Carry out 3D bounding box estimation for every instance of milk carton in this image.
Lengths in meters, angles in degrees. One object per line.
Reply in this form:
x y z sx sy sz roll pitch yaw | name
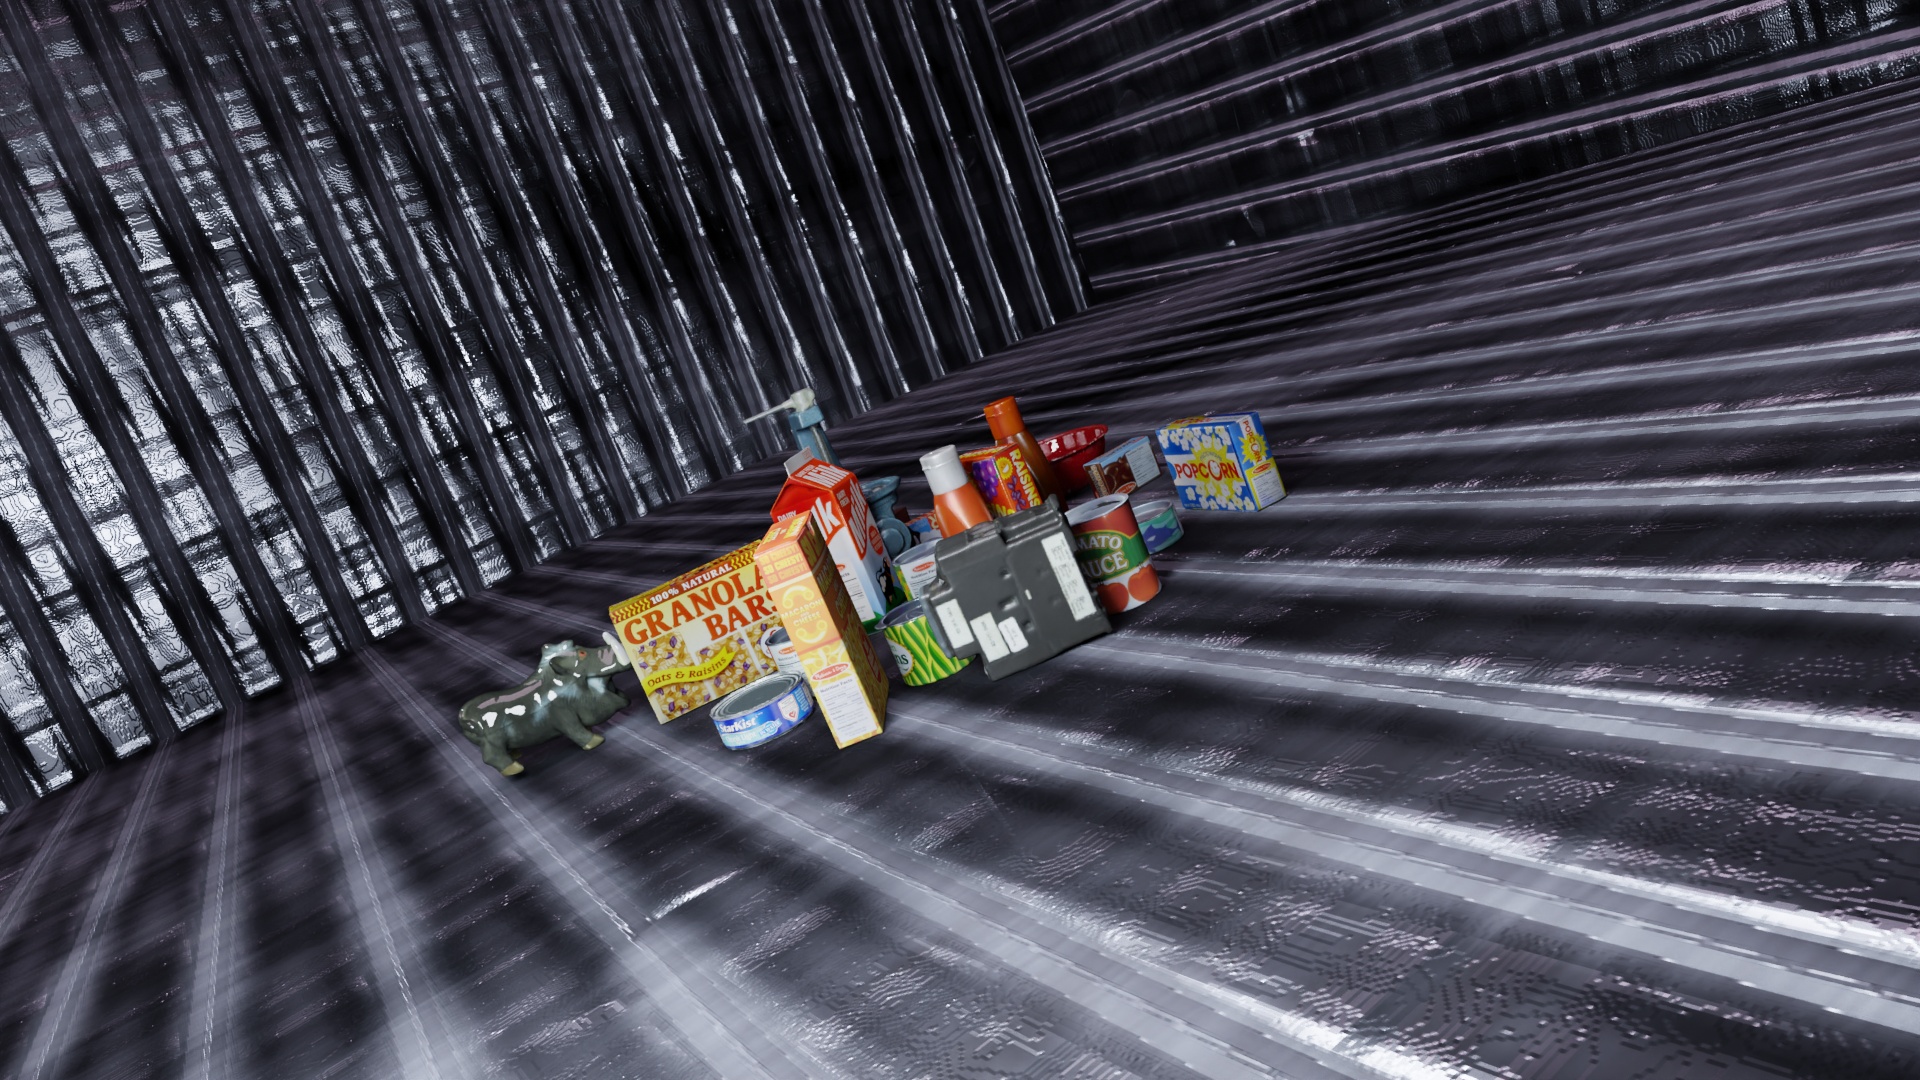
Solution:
-0.127 0.001 1.391 0.073 0.190 0.072 -19 12 19 | milk carton

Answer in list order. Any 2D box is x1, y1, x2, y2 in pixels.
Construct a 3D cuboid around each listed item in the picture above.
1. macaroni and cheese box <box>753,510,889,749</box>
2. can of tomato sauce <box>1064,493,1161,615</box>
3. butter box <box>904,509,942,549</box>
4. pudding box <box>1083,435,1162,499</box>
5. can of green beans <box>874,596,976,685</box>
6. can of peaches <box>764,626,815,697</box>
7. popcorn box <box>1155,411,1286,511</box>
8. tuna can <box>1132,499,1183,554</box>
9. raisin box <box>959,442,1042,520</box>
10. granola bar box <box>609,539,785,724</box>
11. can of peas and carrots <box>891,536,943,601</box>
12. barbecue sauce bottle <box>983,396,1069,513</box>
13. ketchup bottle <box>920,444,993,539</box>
-0.108 0.067 1.112 0.040 0.166 0.124 -22 11 4 | macaroni and cheese box
0.120 0.013 1.142 0.071 0.083 0.071 -21 11 5 | can of tomato sauce
-0.020 -0.011 1.590 0.104 0.053 0.024 -27 12 -22 | butter box
0.179 -0.078 1.532 0.084 0.049 0.030 -30 13 -34 | pudding box
-0.027 0.082 1.166 0.071 0.057 0.071 -21 11 5 | can of green beans
-0.135 0.104 1.266 0.071 0.058 0.071 -21 11 5 | can of peaches
0.243 -0.073 1.302 0.038 0.085 0.126 -26 12 -20 | popcorn box
0.168 -0.009 1.280 0.071 0.032 0.071 -21 11 5 | tuna can
0.041 -0.031 1.392 0.040 0.123 0.086 -30 13 -33 | raisin box
-0.246 0.089 1.378 0.166 0.124 0.039 -25 11 -12 | granola bar box
-0.027 0.035 1.380 0.071 0.058 0.071 -21 11 5 | can of peas and carrots
0.068 -0.082 1.512 0.044 0.148 0.064 -31 14 -38 | barbecue sauce bottle
0.005 -0.017 1.329 0.044 0.148 0.064 -29 13 -32 | ketchup bottle
